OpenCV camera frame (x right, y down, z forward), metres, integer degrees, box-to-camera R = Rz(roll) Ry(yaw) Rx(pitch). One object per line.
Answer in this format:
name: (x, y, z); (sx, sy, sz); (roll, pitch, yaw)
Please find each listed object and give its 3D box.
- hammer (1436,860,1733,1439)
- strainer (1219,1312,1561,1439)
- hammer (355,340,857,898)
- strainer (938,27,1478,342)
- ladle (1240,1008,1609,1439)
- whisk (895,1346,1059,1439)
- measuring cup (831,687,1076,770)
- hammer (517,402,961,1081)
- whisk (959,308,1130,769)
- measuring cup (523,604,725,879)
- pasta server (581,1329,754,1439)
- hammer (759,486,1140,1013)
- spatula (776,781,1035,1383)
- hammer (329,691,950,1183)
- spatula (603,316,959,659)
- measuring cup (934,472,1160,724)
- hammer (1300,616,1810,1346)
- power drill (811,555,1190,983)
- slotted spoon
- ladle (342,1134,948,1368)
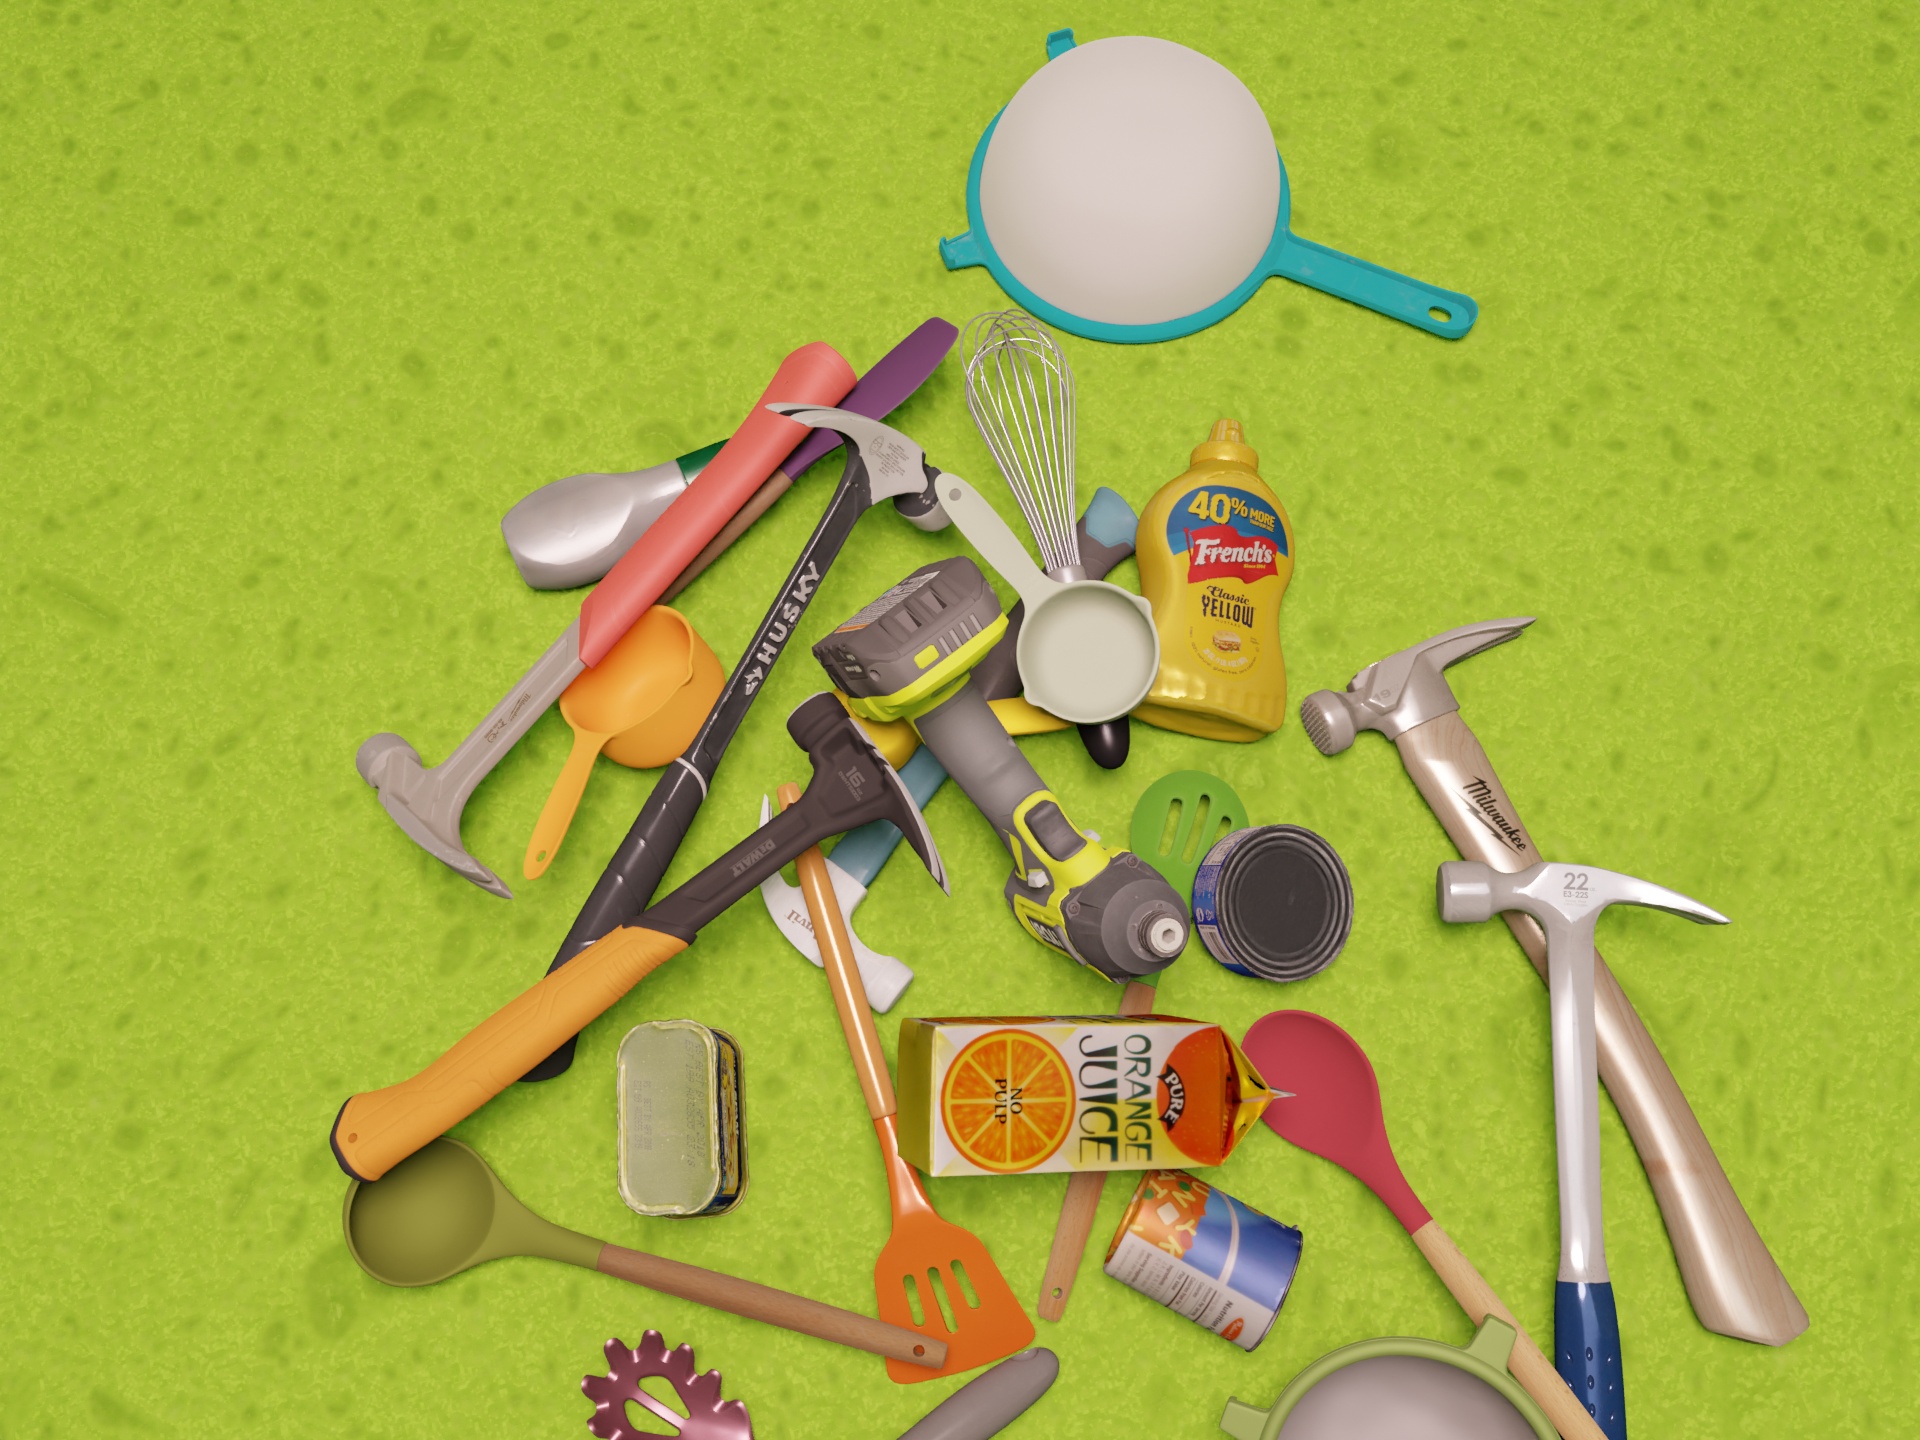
hammer: (0.324, 0.275, 0.812); (0.144, 0.035, 0.406); (0, 80, 9)
strainer: (0.242, 0.421, 0.779); (0.151, 0.069, 0.256); (-23, 83, 11)
hammer: (-0.179, -0.071, 0.887); (0.149, 0.036, 0.359); (31, 76, 39)
strainer: (0.167, -0.326, 0.988); (0.340, 0.095, 0.211); (23, 75, 8)
ladle: (0.252, 0.279, 0.806); (0.069, 0.031, 0.316); (-47, 61, 19)
whisk: (-0.046, 0.377, 0.778); (0.239, 0.055, 0.055); (-25, 74, -26)
measuring cup: (-0.001, -0.003, 0.891); (0.156, 0.029, 0.062); (-5, 74, -4)
hammer: (-0.140, 0.014, 0.866); (0.036, 0.149, 0.409); (28, 87, 34)
whisk: (0.055, -0.108, 0.913); (0.070, 0.070, 0.285); (-12, 77, -4)
measuring cup: (-0.191, 0.020, 0.889); (0.095, 0.052, 0.174); (6, 63, 30)
pasta server: (-0.052, 0.410, 0.798); (0.316, 0.040, 0.060); (30, 62, 7)
hammer: (0.004, -0.001, 0.924); (0.128, 0.033, 0.331); (35, 76, 9)
spatula: (-0.046, 0.187, 0.850); (0.081, 0.041, 0.323); (-18, 78, 1)
hammer: (-0.167, 0.127, 0.801); (0.337, 0.034, 0.127); (-36, 61, -3)
spatula: (-0.121, -0.127, 0.938); (0.316, 0.018, 0.060); (-42, 37, 0)
measuring cup: (0.043, -0.069, 0.865); (0.083, 0.038, 0.168); (-40, 77, 4)
hammer: (0.349, 0.137, 0.880); (0.146, 0.038, 0.411); (-24, 75, -8)
power drill: (0.028, 0.031, 0.804); (0.080, 0.171, 0.223); (-38, 100, -11)
slotted spoon: (0.095, 0.171, 0.875); (0.070, 0.031, 0.314); (19, 76, 0)
ladle: (-0.162, 0.284, 0.817); (0.320, 0.062, 0.078); (14, 79, 6)
